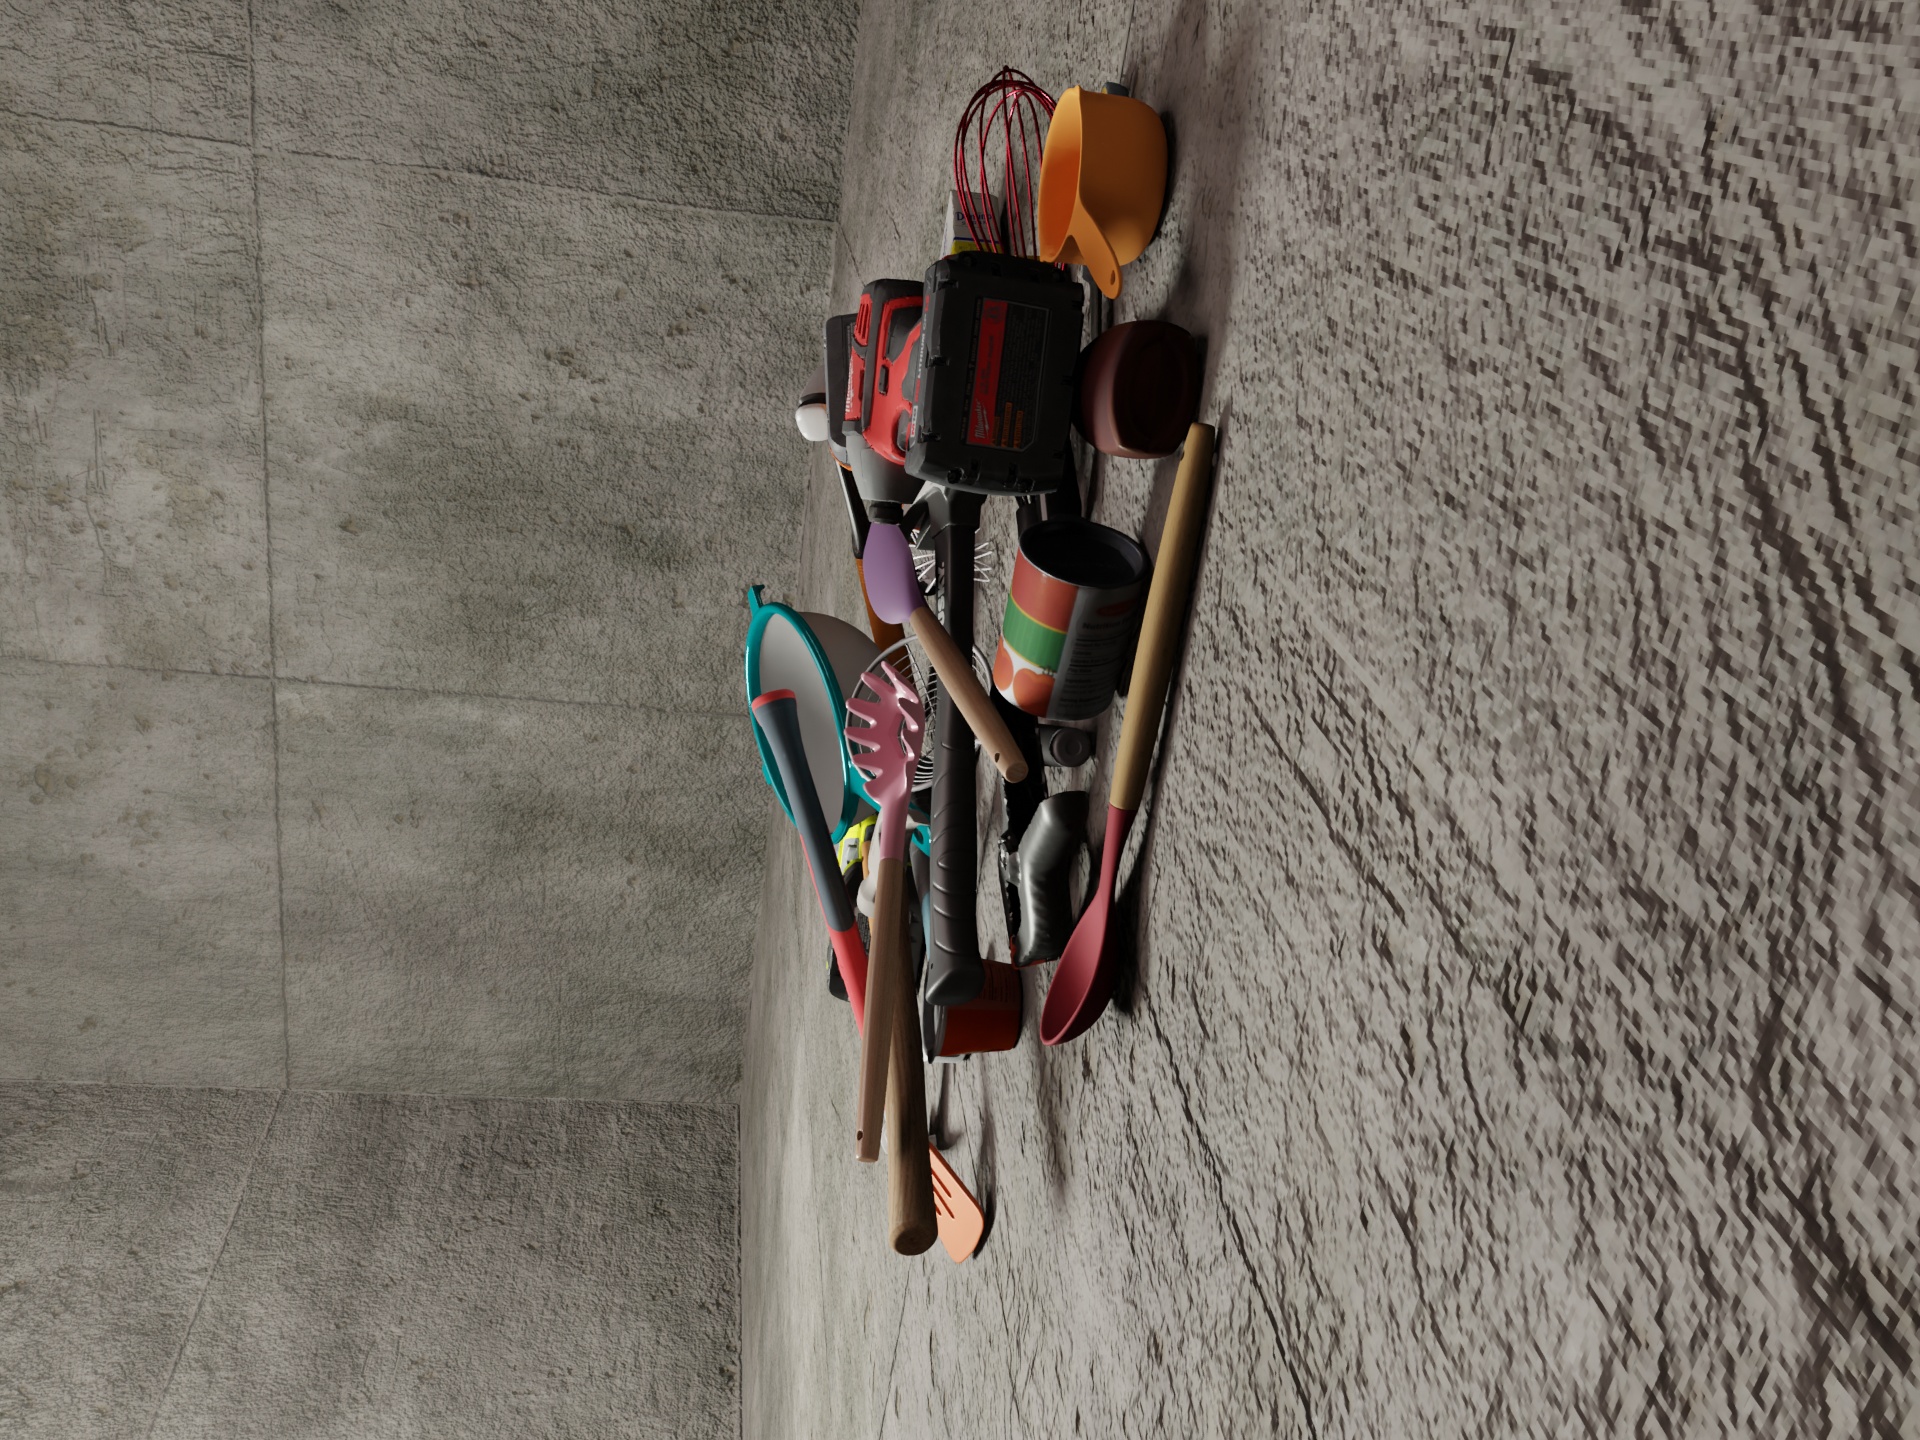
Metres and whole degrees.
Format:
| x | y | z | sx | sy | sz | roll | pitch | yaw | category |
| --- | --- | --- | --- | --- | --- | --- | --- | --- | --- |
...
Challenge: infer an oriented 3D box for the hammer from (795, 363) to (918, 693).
| x | y | z | sx | sy | sz | roll | pitch | yaw | category |
| --- | --- | --- | --- | --- | --- | --- | --- | --- | --- |
| -0.078 | -0.140 | 1.377 | 0.127 | 0.034 | 0.336 | -78 | -21 | -57 | hammer |

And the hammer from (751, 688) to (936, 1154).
| x | y | z | sx | sy | sz | roll | pitch | yaw | category |
| --- | --- | --- | --- | --- | --- | --- | --- | --- | --- |
| -0.093 | 0.155 | 1.243 | 0.143 | 0.038 | 0.386 | 108 | 145 | -75 | hammer |

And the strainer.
| x | y | z | sx | sy | sz | roll | pitch | yaw | category |
| --- | --- | --- | --- | --- | --- | --- | --- | --- | --- |
| -0.070 | 0.019 | 1.308 | 0.341 | 0.095 | 0.210 | 36 | 135 | 51 | strainer |

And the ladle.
| x | y | z | sx | sy | sz | roll | pitch | yaw | category |
| --- | --- | --- | --- | --- | --- | --- | --- | --- | --- |
| 0.082 | 0.015 | 0.755 | 0.069 | 0.031 | 0.315 | -95 | 14 | -71 | ladle |

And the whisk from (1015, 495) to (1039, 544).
| x | y | z | sx | sy | sz | roll | pitch | yaw | category |
| --- | --- | --- | --- | --- | --- | --- | --- | --- | --- |
| 0.046 | -0.125 | 0.969 | 0.055 | 0.055 | 0.239 | 119 | 149 | -67 | whisk |

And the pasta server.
| x | y | z | sx | sy | sz | roll | pitch | yaw | category |
| --- | --- | --- | --- | --- | --- | --- | --- | --- | --- |
| -0.051 | 0.111 | 0.984 | 0.060 | 0.040 | 0.316 | -27 | 50 | 45 | pasta server |

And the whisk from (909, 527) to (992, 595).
| x | y | z | sx | sy | sz | roll | pitch | yaw | category |
| --- | --- | --- | --- | --- | --- | --- | --- | --- | --- |
| -0.017 | -0.123 | 1.293 | 0.284 | 0.070 | 0.070 | -178 | 93 | -85 | whisk |

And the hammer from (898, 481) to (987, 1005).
| x | y | z | sx | sy | sz | roll | pitch | yaw | category |
| --- | --- | --- | --- | --- | --- | --- | --- | --- | --- |
| -0.006 | 0.001 | 0.954 | 0.146 | 0.035 | 0.335 | 151 | 122 | -64 | hammer |

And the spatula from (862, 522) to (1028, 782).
| x | y | z | sx | sy | sz | roll | pitch | yaw | category |
| --- | --- | --- | --- | --- | --- | --- | --- | --- | --- |
| -0.017 | -0.047 | 0.921 | 0.316 | 0.018 | 0.059 | -122 | 44 | -57 | spatula |

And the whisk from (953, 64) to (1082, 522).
| x | y | z | sx | sy | sz | roll | pitch | yaw | category |
| --- | --- | --- | --- | --- | --- | --- | --- | --- | --- |
| 0.043 | -0.227 | 0.914 | 0.073 | 0.073 | 0.296 | -175 | 78 | -80 | whisk |

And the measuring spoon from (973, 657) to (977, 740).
| x | y | z | sx | sy | sz | roll | pitch | yaw | category |
| --- | --- | --- | --- | --- | --- | --- | --- | --- | --- |
| 0.001 | -0.020 | 1.229 | 0.034 | 0.018 | 0.124 | 109 | 163 | -55 | measuring spoon |

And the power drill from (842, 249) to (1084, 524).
| x | y | z | sx | sy | sz | roll | pitch | yaw | category |
| --- | --- | --- | --- | --- | --- | --- | --- | --- | --- |
| -0.013 | -0.177 | 0.873 | 0.220 | 0.078 | 0.143 | -156 | 72 | -70 | power drill |

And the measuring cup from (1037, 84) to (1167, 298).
| x | y | z | sx | sy | sz | roll | pitch | yaw | category |
| --- | --- | --- | --- | --- | --- | --- | --- | --- | --- |
| 0.082 | -0.256 | 0.808 | 0.174 | 0.052 | 0.095 | -103 | 19 | -47 | measuring cup |

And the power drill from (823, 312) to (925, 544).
| x | y | z | sx | sy | sz | roll | pitch | yaw | category |
| --- | --- | --- | --- | --- | --- | --- | --- | --- | --- |
| -0.050 | -0.250 | 1.292 | 0.226 | 0.084 | 0.164 | 50 | -144 | -77 | power drill |

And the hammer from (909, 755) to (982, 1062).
| x | y | z | sx | sy | sz | roll | pitch | yaw | category |
| --- | --- | --- | --- | --- | --- | --- | --- | --- | --- |
| -0.022 | 0.134 | 1.252 | 0.331 | 0.033 | 0.128 | -100 | 19 | -55 | hammer |

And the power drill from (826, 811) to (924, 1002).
| x | y | z | sx | sy | sz | roll | pitch | yaw | category |
| --- | --- | --- | --- | --- | --- | --- | --- | --- | --- |
| -0.078 | 0.131 | 1.446 | 0.229 | 0.080 | 0.190 | -101 | 18 | -64 | power drill |

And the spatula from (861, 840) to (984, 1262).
| x | y | z | sx | sy | sz | roll | pitch | yaw | category |
| --- | --- | --- | --- | --- | --- | --- | --- | --- | --- |
| -0.036 | 0.222 | 1.140 | 0.081 | 0.041 | 0.323 | 110 | 155 | -48 | spatula |

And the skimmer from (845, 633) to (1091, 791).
| x | y | z | sx | sy | sz | roll | pitch | yaw | category |
| --- | --- | --- | --- | --- | --- | --- | --- | --- | --- |
| -0.002 | -0.003 | 1.037 | 0.127 | 0.090 | 0.363 | -60 | 11 | -5 | skimmer |

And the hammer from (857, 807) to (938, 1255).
| x | y | z | sx | sy | sz | roll | pitch | yaw | category |
| --- | --- | --- | --- | --- | --- | --- | --- | --- | --- |
| -0.038 | 0.183 | 1.016 | 0.332 | 0.031 | 0.130 | -97 | 15 | -49 | hammer |

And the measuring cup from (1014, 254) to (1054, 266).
| x | y | z | sx | sy | sz | roll | pitch | yaw | category |
| --- | --- | --- | --- | --- | --- | --- | --- | --- | --- |
| 0.051 | -0.236 | 1.065 | 0.062 | 0.029 | 0.156 | -97 | 4 | -49 | measuring cup |
